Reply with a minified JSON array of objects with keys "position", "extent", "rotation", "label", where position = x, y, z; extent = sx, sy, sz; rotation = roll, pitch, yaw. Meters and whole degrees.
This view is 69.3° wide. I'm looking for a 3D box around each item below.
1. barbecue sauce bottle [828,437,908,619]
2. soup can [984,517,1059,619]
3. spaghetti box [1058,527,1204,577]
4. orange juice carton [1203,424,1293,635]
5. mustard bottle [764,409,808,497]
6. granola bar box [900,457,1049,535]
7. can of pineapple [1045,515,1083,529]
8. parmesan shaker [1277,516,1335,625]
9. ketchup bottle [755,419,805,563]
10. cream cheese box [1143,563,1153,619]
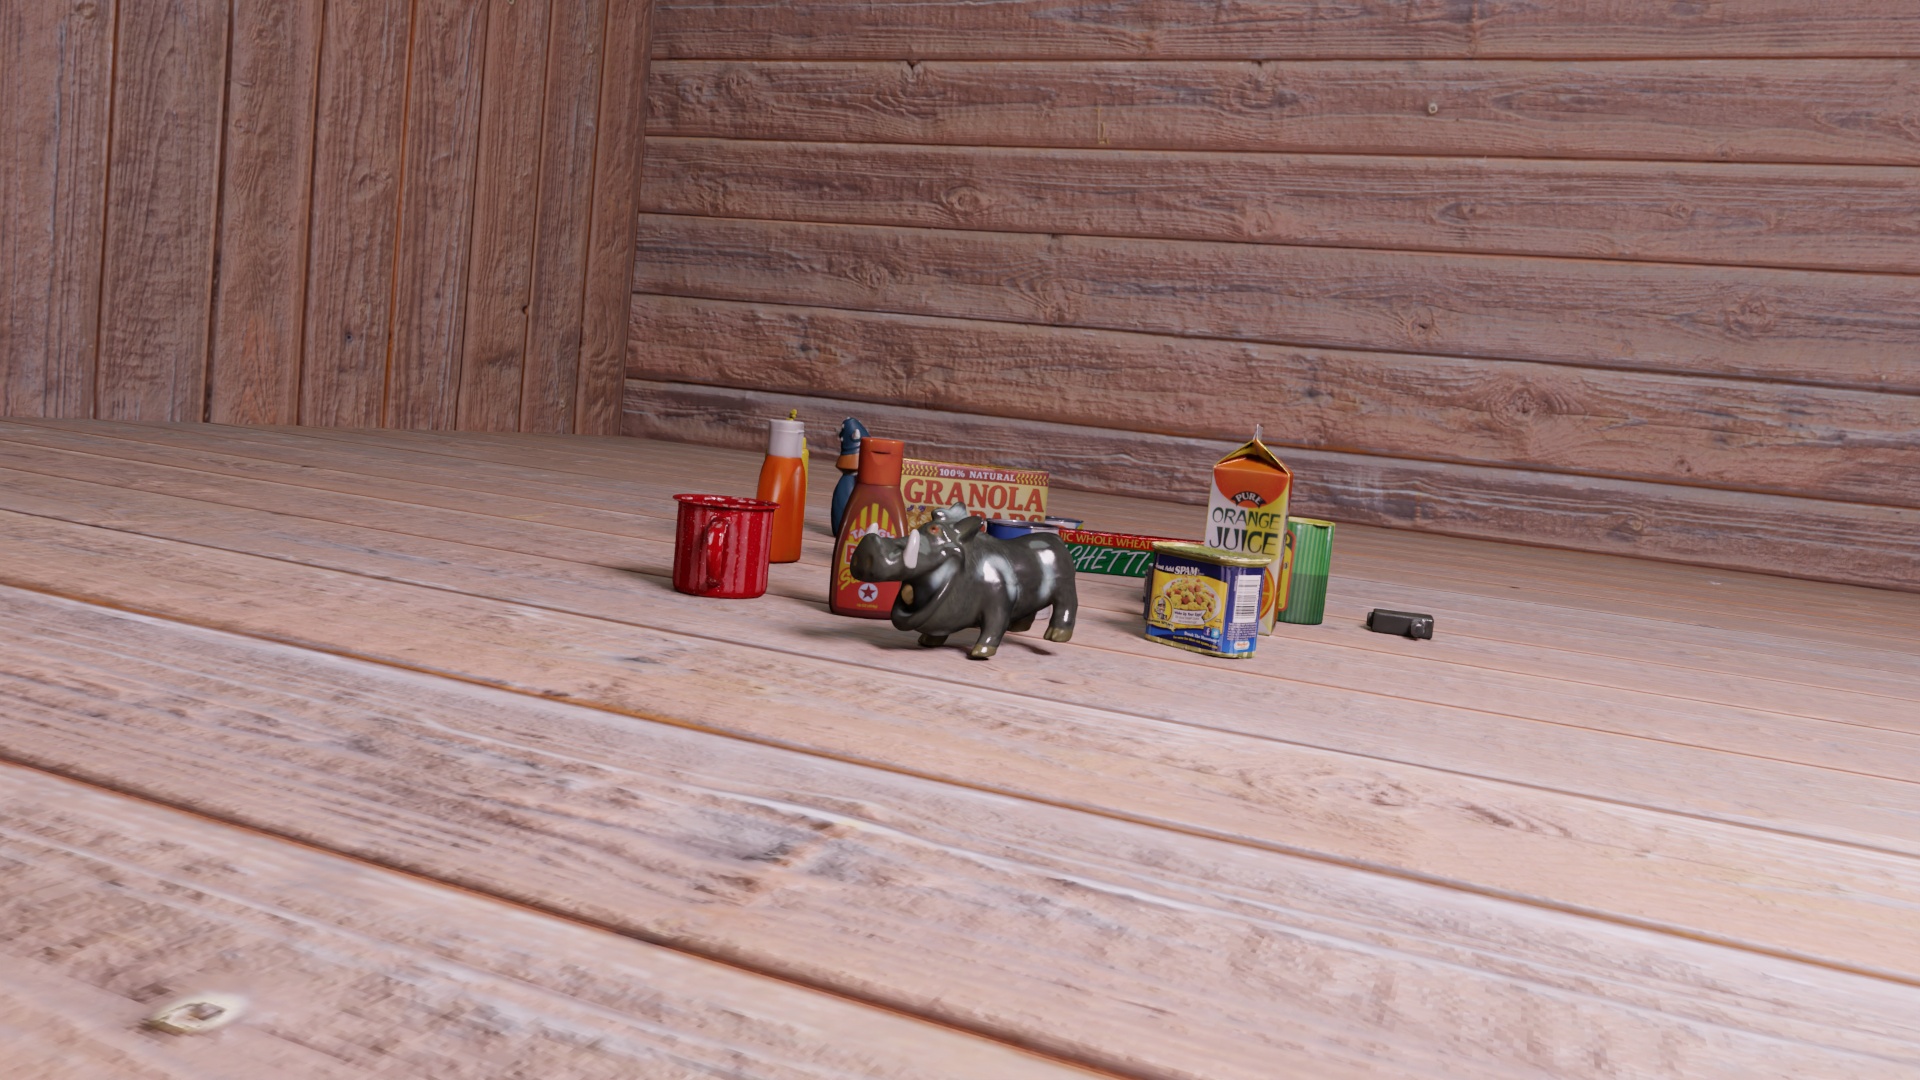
[{"position":[-0.072,-0.011,1.157],"extent":[0.065,0.148,0.044],"rotation":[6,5,-3],"label":"barbecue sauce bottle"},{"position":[0.050,0.025,1.255],"extent":[0.071,0.083,0.071],"rotation":[6,5,0],"label":"soup can"},{"position":[0.190,0.016,1.666],"extent":[0.250,0.050,0.029],"rotation":[5,5,-5],"label":"spaghetti box"},{"position":[0.271,-0.013,1.311],"extent":[0.073,0.192,0.072],"rotation":[7,5,16],"label":"orange juice carton"},{"position":[-0.196,-0.066,1.543],"extent":[0.049,0.160,0.065],"rotation":[6,5,2],"label":"mustard bottle"},{"position":[0.005,-0.018,1.441],"extent":[0.166,0.124,0.039],"rotation":[4,5,-21],"label":"granola bar box"},{"position":[0.116,0.001,1.710],"extent":[0.071,0.057,0.071],"rotation":[6,5,0],"label":"can of pineapple"},{"position":[0.341,0.030,1.406],"extent":[0.071,0.103,0.071],"rotation":[6,5,0],"label":"parmesan shaker"},{"position":[-0.188,-0.052,1.459],"extent":[0.043,0.148,0.065],"rotation":[8,5,25],"label":"ketchup bottle"},{"position":[0.194,0.054,1.266],"extent":[0.024,0.053,0.104],"rotation":[5,5,-10],"label":"cream cheese box"}]
